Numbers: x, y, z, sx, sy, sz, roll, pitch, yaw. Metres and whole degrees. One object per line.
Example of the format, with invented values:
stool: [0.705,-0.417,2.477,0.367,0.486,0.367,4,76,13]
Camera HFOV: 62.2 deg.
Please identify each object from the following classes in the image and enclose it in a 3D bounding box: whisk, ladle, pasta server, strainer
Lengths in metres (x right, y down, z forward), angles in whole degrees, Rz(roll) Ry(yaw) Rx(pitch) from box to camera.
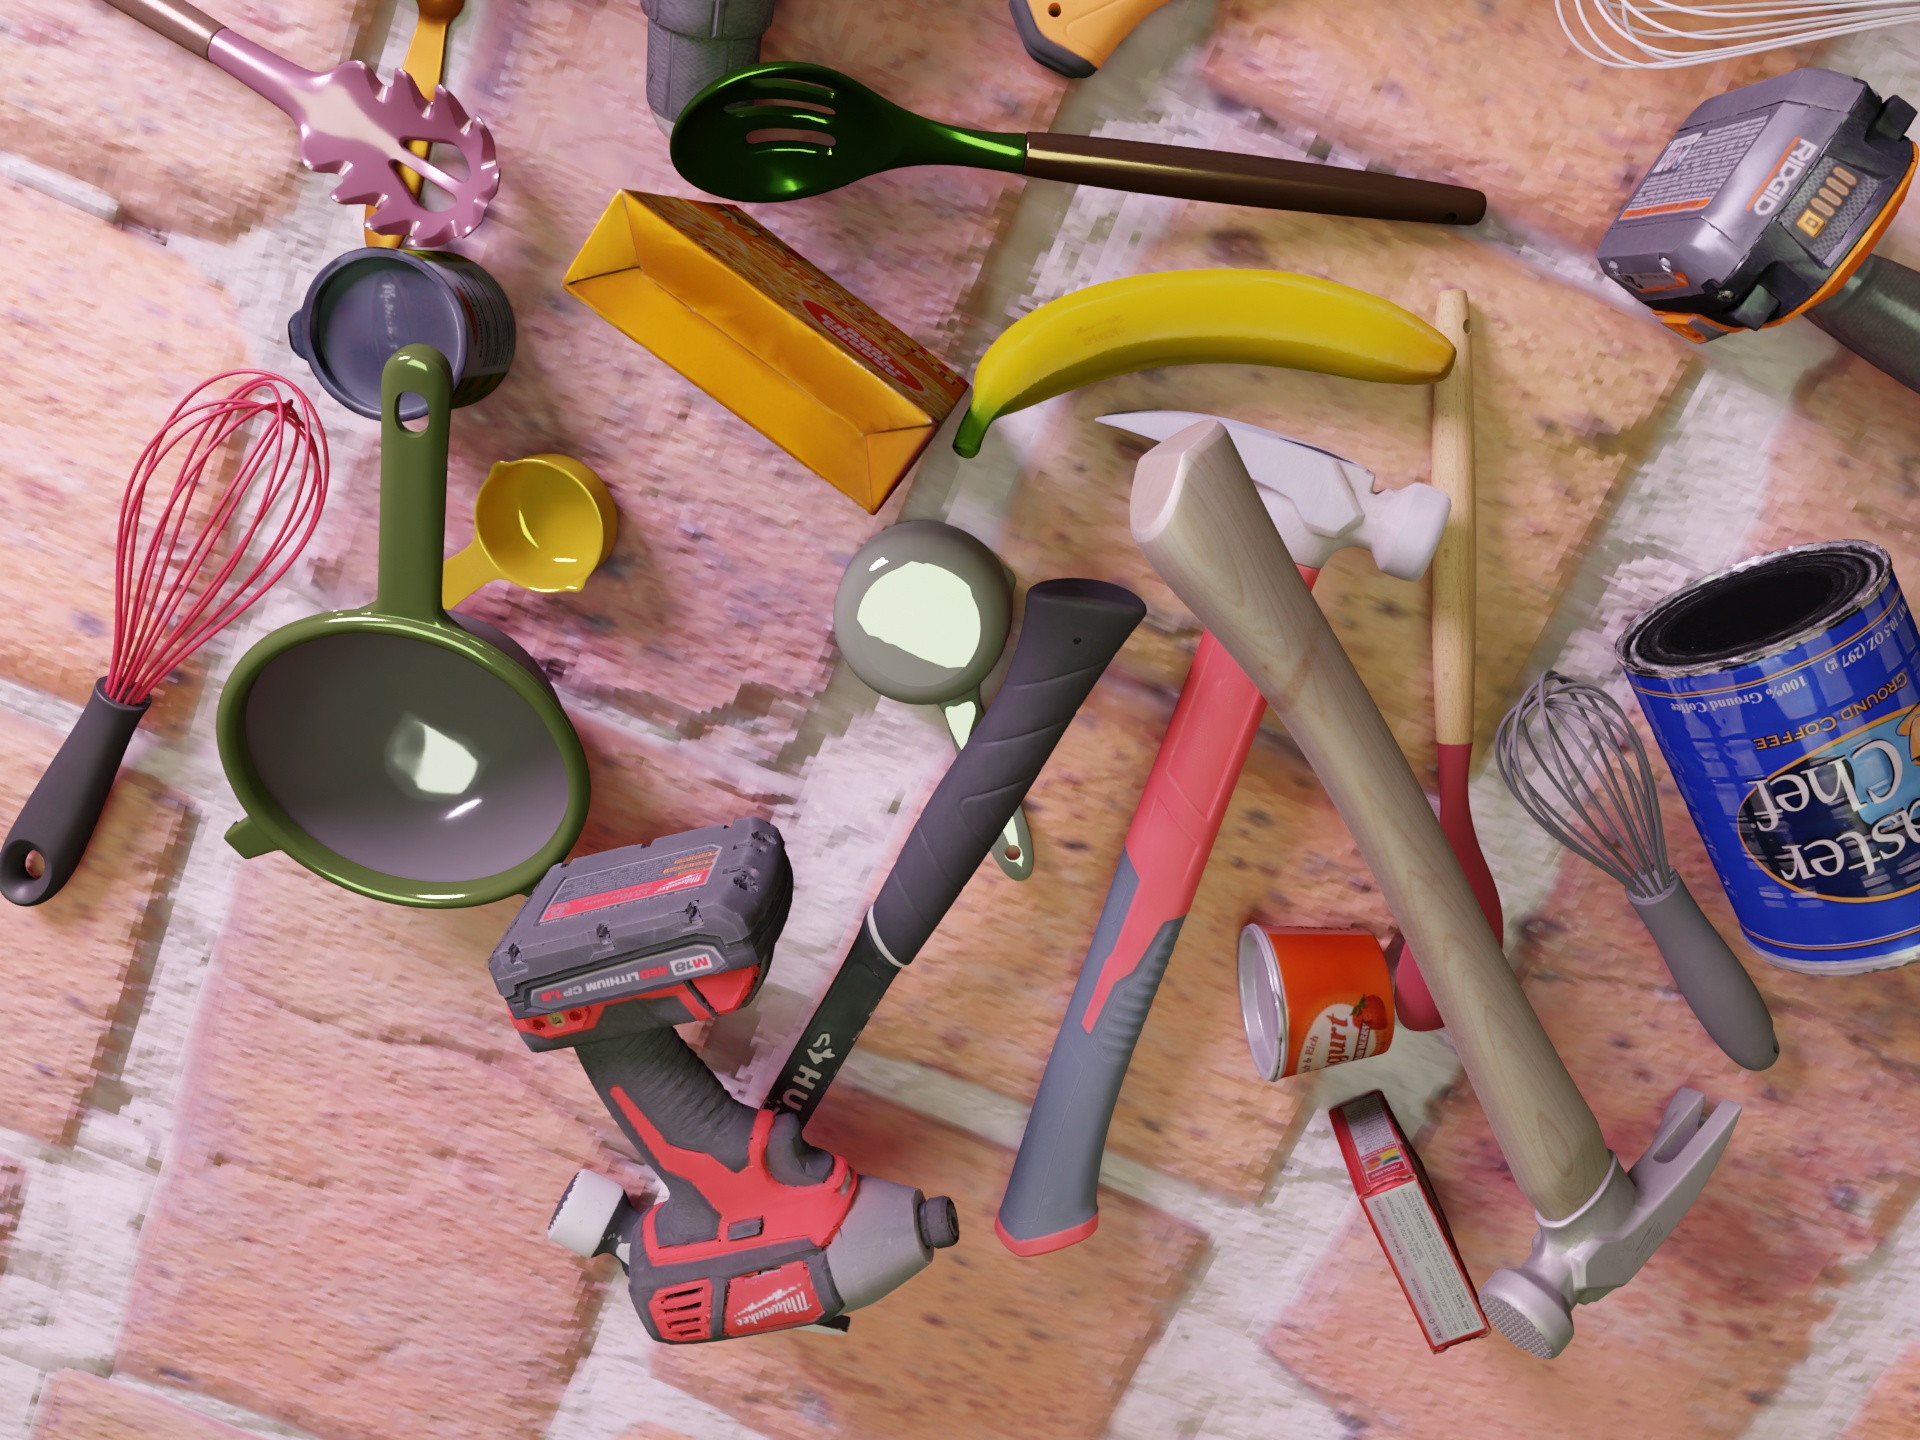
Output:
whisk: [0.356,-0.269,0.575,0.284,0.070,0.070,2,106,-2]
ladle: [0.206,-0.017,0.662,0.069,0.031,0.315,-13,104,-39]
whisk: [-0.353,-0.026,0.686,0.073,0.073,0.295,35,111,-7]
pasta server: [-0.314,-0.278,0.616,0.316,0.040,0.060,31,97,-2]
whisk: [0.289,0.071,0.660,0.055,0.055,0.238,-35,115,12]
strainer: [-0.215,-0.039,0.644,0.151,0.069,0.256,11,123,-5]

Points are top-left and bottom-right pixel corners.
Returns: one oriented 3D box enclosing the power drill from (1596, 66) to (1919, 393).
power drill: [0.354,-0.133,0.557,0.226,0.164,0.084,31,106,-3]

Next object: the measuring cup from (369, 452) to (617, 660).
measuring cup: [-0.213,-0.064,0.686,0.156,0.029,0.062,-27,104,22]

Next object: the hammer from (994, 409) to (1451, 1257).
hammer: [0.070,0.062,0.688,0.143,0.038,0.386,21,109,10]

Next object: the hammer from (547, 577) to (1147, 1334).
hammer: [-0.036,0.113,0.695,0.149,0.036,0.408,28,111,-6]

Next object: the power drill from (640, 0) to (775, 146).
power drill: [-0.164,-0.315,0.568,0.226,0.084,0.185,15,133,1]

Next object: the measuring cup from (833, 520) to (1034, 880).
measuring cup: [-0.001,-0.002,0.677,0.083,0.038,0.167,-18,102,8]

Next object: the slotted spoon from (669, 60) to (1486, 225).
slotted spoon: [0.049,-0.212,0.606,0.313,0.070,0.031,4,67,-7]

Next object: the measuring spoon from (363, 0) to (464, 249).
measuring spoon: [-0.222,-0.242,0.638,0.021,0.011,0.117,20,106,-2]

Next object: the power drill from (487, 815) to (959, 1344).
power drill: [-0.093,0.159,0.661,0.143,0.079,0.219,-14,112,10]

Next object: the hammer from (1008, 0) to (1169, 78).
hammer: [0.171,-0.335,0.577,0.337,0.034,0.127,-24,104,10]

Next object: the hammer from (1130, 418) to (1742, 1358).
hammer: [0.188,0.060,0.627,0.146,0.038,0.410,-39,110,-20]
